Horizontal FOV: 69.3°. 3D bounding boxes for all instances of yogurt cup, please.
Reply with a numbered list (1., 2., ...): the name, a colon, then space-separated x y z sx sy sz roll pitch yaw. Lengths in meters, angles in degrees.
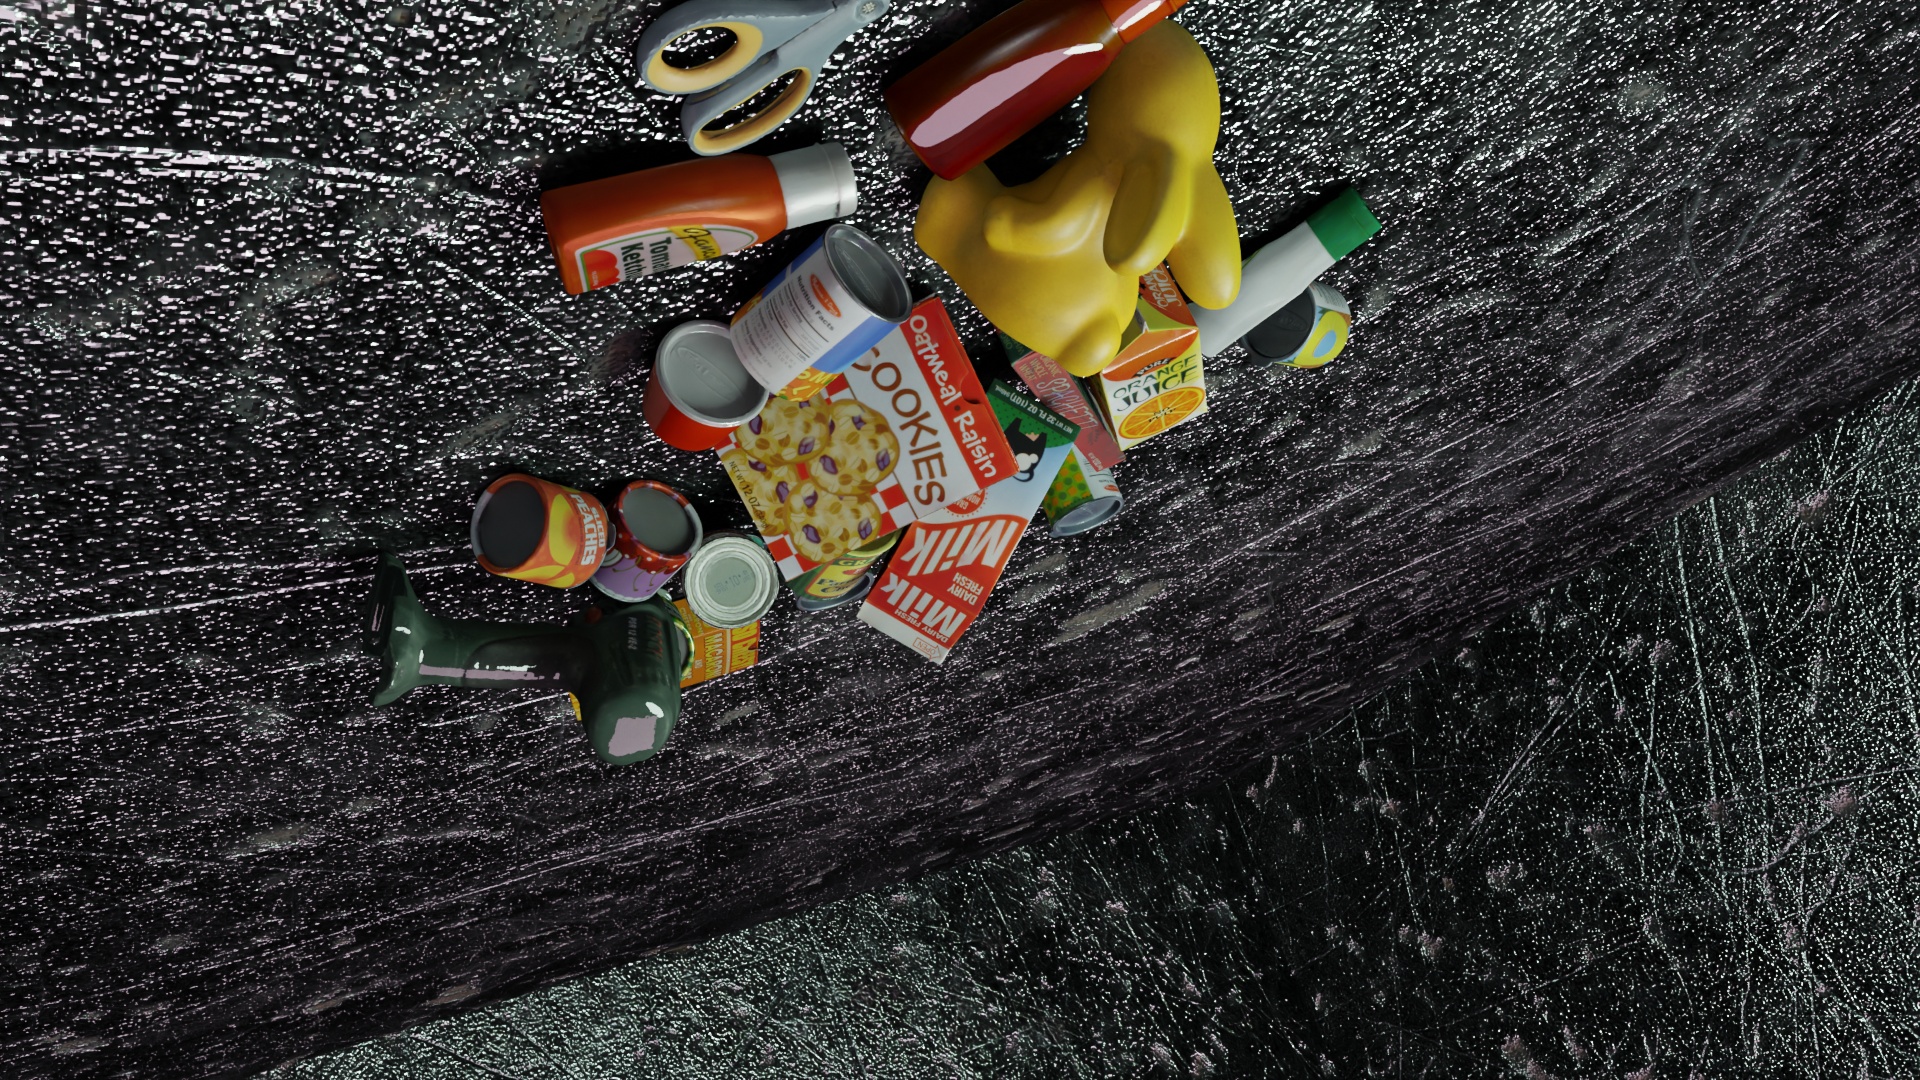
1. yogurt cup: -0.152 -0.087 0.813 0.072 0.072 0.053 -8 163 -33

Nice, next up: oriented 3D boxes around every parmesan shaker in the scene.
1. parmesan shaker: -0.085 -0.004 0.981 0.071 0.071 0.102 -12 164 -26

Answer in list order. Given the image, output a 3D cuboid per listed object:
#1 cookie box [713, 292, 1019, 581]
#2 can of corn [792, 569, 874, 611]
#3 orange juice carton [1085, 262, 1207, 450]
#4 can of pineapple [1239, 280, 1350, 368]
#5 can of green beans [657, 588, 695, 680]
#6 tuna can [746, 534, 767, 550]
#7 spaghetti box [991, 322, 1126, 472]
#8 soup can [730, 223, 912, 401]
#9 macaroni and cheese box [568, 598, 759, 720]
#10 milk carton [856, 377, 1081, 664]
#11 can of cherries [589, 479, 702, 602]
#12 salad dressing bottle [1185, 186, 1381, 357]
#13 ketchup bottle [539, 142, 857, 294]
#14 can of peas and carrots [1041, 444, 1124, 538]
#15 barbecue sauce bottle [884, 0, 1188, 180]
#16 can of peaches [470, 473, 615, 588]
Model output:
1. cookie box: -0.063 -0.065 0.878 0.167 0.122 0.040 -25 -165 6
2. can of corn: -0.109 0.017 1.126 0.071 0.058 0.071 -20 159 -8
3. orange juice carton: 0.120 -0.137 0.959 0.073 0.072 0.192 -25 160 4
4. can of pineapple: 0.248 -0.162 1.038 0.058 0.071 0.070 1 149 -48
5. can of green beans: -0.247 0.080 1.098 0.071 0.071 0.058 -16 -160 -17
6. tuna can: -0.182 0.025 1.105 0.071 0.033 0.071 -19 159 -8
7. spaghetti box: 0.074 -0.110 1.011 0.028 0.050 0.249 -28 159 10
8. soup can: -0.078 -0.128 0.786 0.083 0.071 0.071 -35 157 31
9. macaroni and cheese box: -0.258 0.097 1.197 0.167 0.040 0.123 -16 160 -16
10. milk carton: 0.003 -0.012 0.975 0.190 0.072 0.073 -60 -175 -3
11. can of cherries: -0.222 0.000 0.953 0.071 0.071 0.058 1 149 -47
12. salad dressing bottle: 0.223 -0.189 0.976 0.147 0.044 0.064 -36 179 23
13. ketchup bottle: -0.126 -0.162 0.679 0.149 0.043 0.064 -18 171 -15
14. can of peas and carrots: 0.097 -0.044 1.190 0.071 0.059 0.070 -19 160 -7
15. barbecue sauce bottle: 0.039 -0.234 0.671 0.148 0.044 0.065 -30 159 17
16. can of peaches: -0.267 -0.006 0.889 0.071 0.071 0.058 -30 158 18
